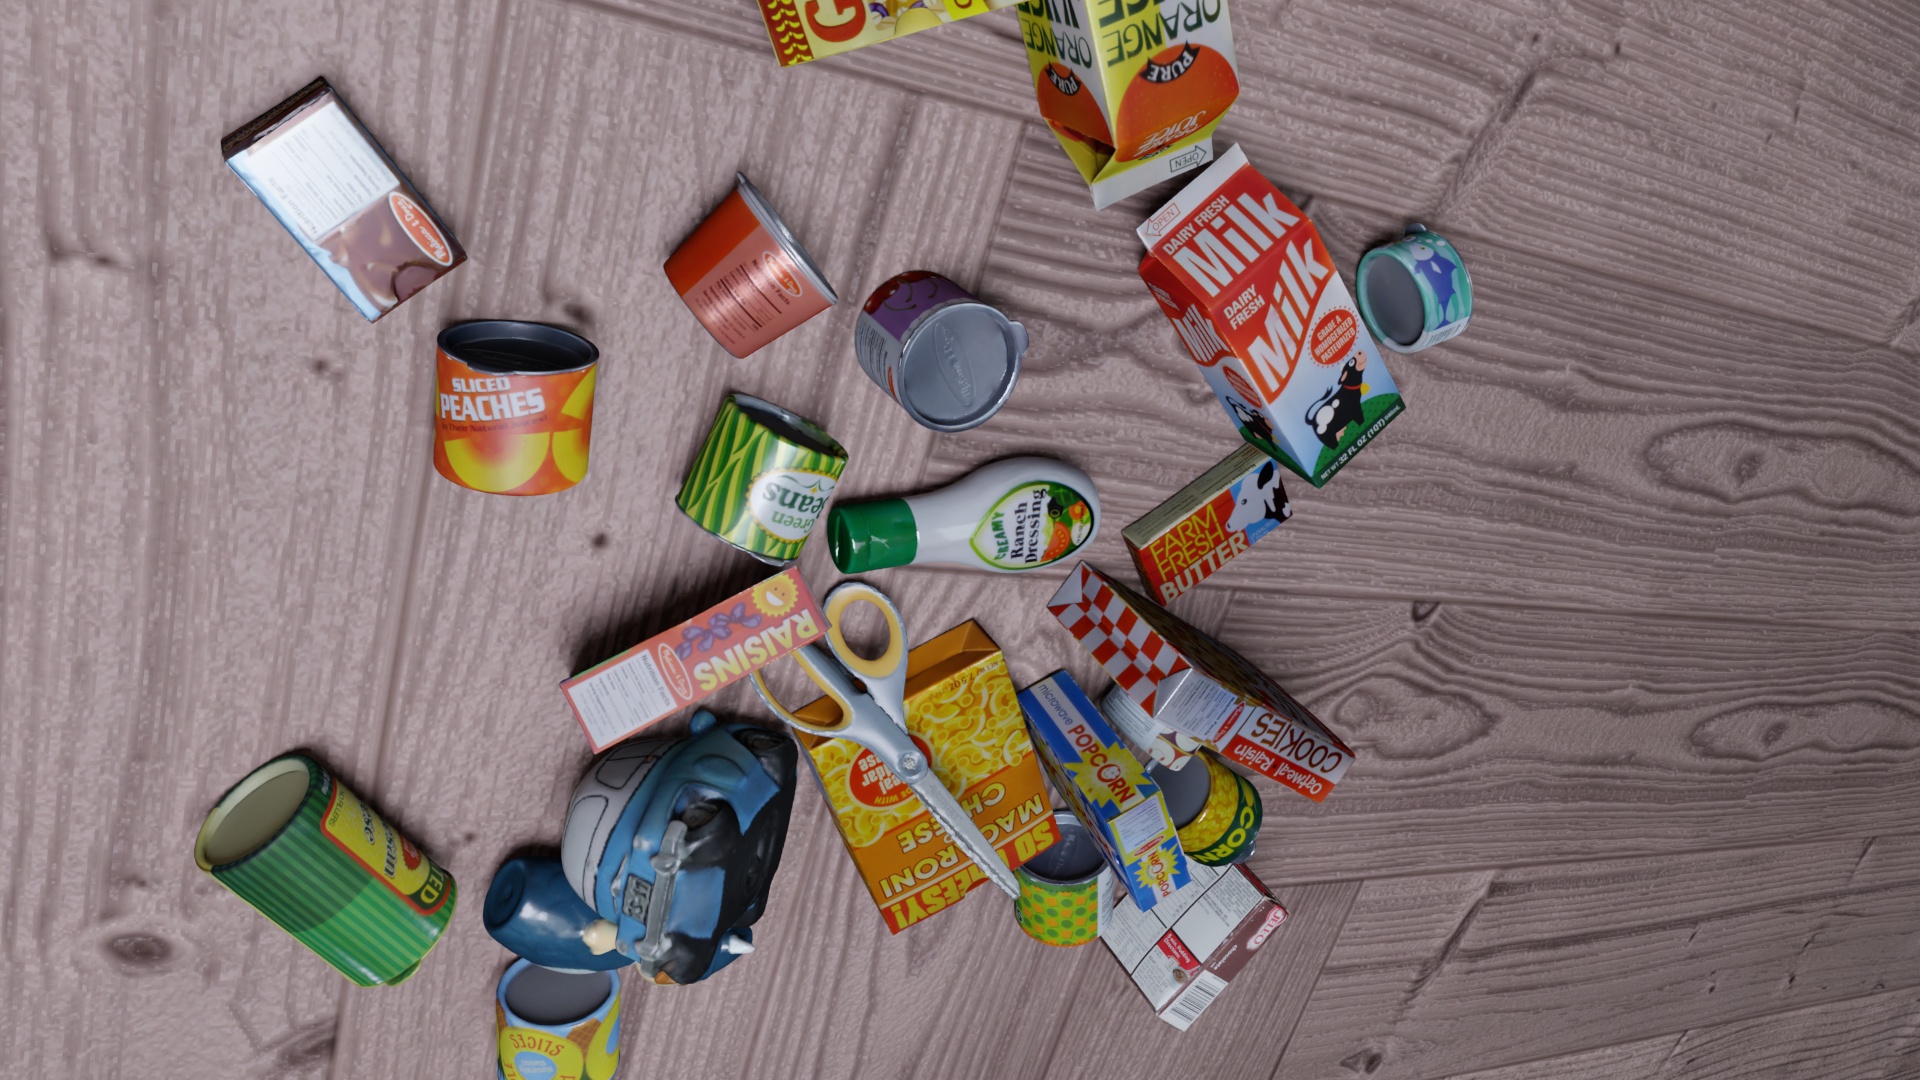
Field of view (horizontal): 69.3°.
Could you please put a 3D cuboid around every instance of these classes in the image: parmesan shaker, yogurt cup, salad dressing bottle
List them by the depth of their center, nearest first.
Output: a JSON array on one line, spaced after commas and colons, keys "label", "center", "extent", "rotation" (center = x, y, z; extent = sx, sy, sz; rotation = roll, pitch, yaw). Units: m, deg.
[{"label": "yogurt cup", "center": [-0.096, -0.119, 0.625], "extent": [0.054, 0.072, 0.072], "rotation": [-38, 128, 5]}, {"label": "parmesan shaker", "center": [-0.298, 0.159, 0.660], "extent": [0.071, 0.071, 0.102], "rotation": [-36, 127, -7]}, {"label": "salad dressing bottle", "center": [0.003, -0.009, 0.752], "extent": [0.148, 0.044, 0.064], "rotation": [-9, 118, -25]}]

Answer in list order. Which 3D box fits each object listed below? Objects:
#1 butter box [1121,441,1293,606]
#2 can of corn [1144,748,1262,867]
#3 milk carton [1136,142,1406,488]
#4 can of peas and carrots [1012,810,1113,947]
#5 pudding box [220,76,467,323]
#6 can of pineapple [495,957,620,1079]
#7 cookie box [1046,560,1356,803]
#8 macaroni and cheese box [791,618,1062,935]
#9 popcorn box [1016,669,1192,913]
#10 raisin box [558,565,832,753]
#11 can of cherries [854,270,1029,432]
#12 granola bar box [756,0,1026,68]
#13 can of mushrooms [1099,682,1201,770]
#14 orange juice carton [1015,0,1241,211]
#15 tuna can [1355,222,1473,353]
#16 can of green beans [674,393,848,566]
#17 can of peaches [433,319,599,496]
[{"label": "butter box", "center": [0.150, -0.010, 0.846], "extent": [0.103, 0.024, 0.053], "rotation": [-35, 127, -8]}, {"label": "can of corn", "center": [0.159, 0.178, 0.924], "extent": [0.058, 0.071, 0.071], "rotation": [35, 96, -37]}, {"label": "milk carton", "center": [0.164, -0.123, 0.760], "extent": [0.072, 0.073, 0.190], "rotation": [-42, 128, -2]}, {"label": "can of peas and carrots", "center": [0.064, 0.219, 0.899], "extent": [0.071, 0.071, 0.058], "rotation": [-16, 123, -20]}, {"label": "pudding box", "center": [-0.245, -0.135, 0.554], "extent": [0.050, 0.030, 0.083], "rotation": [-38, 128, -7]}, {"label": "can of pineapple", "center": [-0.222, 0.268, 0.764], "extent": [0.071, 0.071, 0.057], "rotation": [-6, 118, -26]}, {"label": "cookie box", "center": [0.145, 0.085, 0.832], "extent": [0.167, 0.123, 0.040], "rotation": [29, 101, -37]}, {"label": "macaroni and cheese box", "center": [-0.016, 0.145, 0.828], "extent": [0.124, 0.040, 0.165], "rotation": [-27, 125, -13]}, {"label": "popcorn box", "center": [0.084, 0.147, 0.830], "extent": [0.038, 0.127, 0.085], "rotation": [-27, 126, -8]}, {"label": "raisin box", "center": [-0.130, 0.058, 0.685], "extent": [0.124, 0.086, 0.040], "rotation": [-28, 91, -13]}, {"label": "can of cherries", "center": [-0.010, -0.095, 0.689], "extent": [0.072, 0.058, 0.071], "rotation": [-13, 120, -22]}, {"label": "granola bar box", "center": [-0.039, -0.285, 0.548], "extent": [0.124, 0.039, 0.164], "rotation": [-12, 126, 10]}, {"label": "can of mushrooms", "center": [0.123, 0.112, 0.871], "extent": [0.071, 0.071, 0.033], "rotation": [33, 98, -37]}, {"label": "orange juice carton", "center": [0.072, -0.251, 0.639], "extent": [0.072, 0.073, 0.191], "rotation": [-28, 127, -13]}, {"label": "tuna can", "center": [0.262, -0.146, 0.807], "extent": [0.033, 0.071, 0.070], "rotation": [-22, 125, -15]}, {"label": "can of green beans", "center": [-0.095, -0.031, 0.671], "extent": [0.071, 0.071, 0.057], "rotation": [20, 105, -35]}, {"label": "can of peaches", "center": [-0.193, -0.057, 0.600], "extent": [0.071, 0.071, 0.057], "rotation": [-2, 118, -28]}]
